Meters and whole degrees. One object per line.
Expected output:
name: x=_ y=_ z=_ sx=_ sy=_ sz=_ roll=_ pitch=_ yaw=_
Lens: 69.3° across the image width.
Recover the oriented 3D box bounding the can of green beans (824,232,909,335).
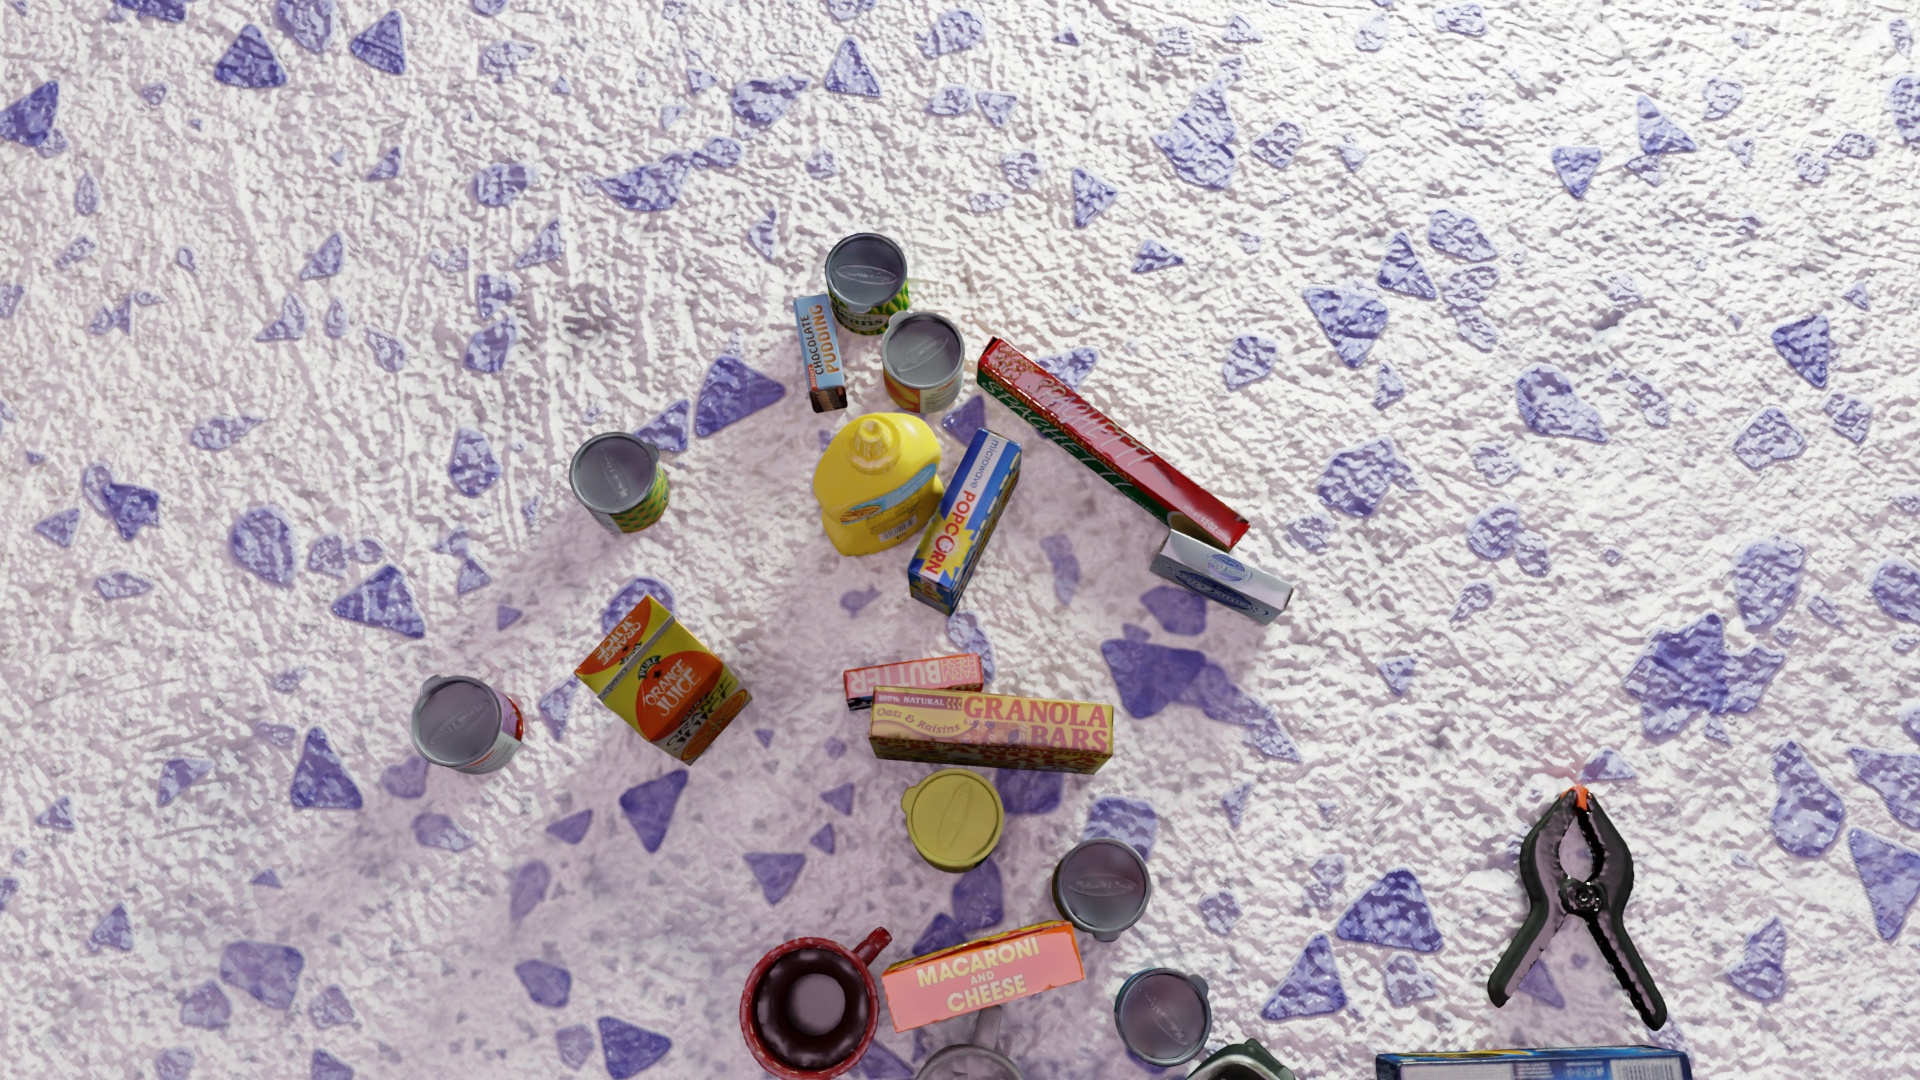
can of green beans: x=-0.075 y=-0.207 z=1.126 sx=0.071 sy=0.057 sz=0.071 roll=0 pitch=74 yaw=-1

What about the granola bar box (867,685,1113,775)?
granola bar box: x=0.021 y=0.136 z=0.993 sx=0.166 sy=0.124 sz=0.039 roll=4 pitch=74 yaw=1

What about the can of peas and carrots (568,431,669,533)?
can of peas and carrots: x=-0.261 y=-0.046 z=1.077 sx=0.071 sy=0.058 sz=0.071 roll=0 pitch=74 yaw=-1

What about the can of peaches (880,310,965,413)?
can of peaches: x=-0.031 y=-0.143 z=1.108 sx=0.071 sy=0.058 sz=0.071 roll=0 pitch=74 yaw=-1

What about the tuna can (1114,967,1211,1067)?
tuna can: x=0.144 y=0.335 z=0.984 sx=0.071 sy=0.032 sz=0.071 roll=0 pitch=74 yaw=-1

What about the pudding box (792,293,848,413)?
pudding box: x=-0.112 y=-0.150 z=1.113 sx=0.030 sy=0.049 sz=0.084 roll=-11 pitch=74 yaw=-3

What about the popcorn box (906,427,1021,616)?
popcorn box: x=0.004 y=-0.013 z=1.057 sx=0.038 sy=0.085 sz=0.127 roll=25 pitch=75 yaw=6

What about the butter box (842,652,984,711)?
butter box: x=-0.035 y=0.106 z=1.038 sx=0.103 sy=0.053 sz=0.024 roll=-7 pitch=75 yaw=-3

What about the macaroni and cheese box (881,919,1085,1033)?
macaroni and cheese box: x=0.013 y=0.287 z=0.927 sx=0.124 sy=0.166 sz=0.040 roll=-14 pitch=75 yaw=-5

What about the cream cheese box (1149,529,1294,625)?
cream cheese box: x=0.199 y=0.029 z=1.063 sx=0.104 sy=0.053 sz=0.024 roll=25 pitch=76 yaw=6

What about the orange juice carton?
orange juice carton: x=-0.206 y=0.097 z=0.966 sx=0.073 sy=0.192 sz=0.072 roll=40 pitch=78 yaw=10

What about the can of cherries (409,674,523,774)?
can of cherries: x=-0.363 y=0.134 z=1.023 sx=0.071 sy=0.058 sz=0.071 roll=0 pitch=74 yaw=-1

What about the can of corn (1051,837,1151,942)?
can of corn: x=0.100 y=0.251 z=0.995 sx=0.071 sy=0.058 sz=0.071 roll=0 pitch=74 yaw=-1

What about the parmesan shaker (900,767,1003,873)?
parmesan shaker: x=-0.007 y=0.199 z=0.986 sx=0.071 sy=0.103 sz=0.071 roll=0 pitch=74 yaw=0

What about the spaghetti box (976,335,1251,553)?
spaghetti box: x=0.116 y=-0.072 z=1.093 sx=0.250 sy=0.050 sz=0.029 roll=38 pitch=77 yaw=10
